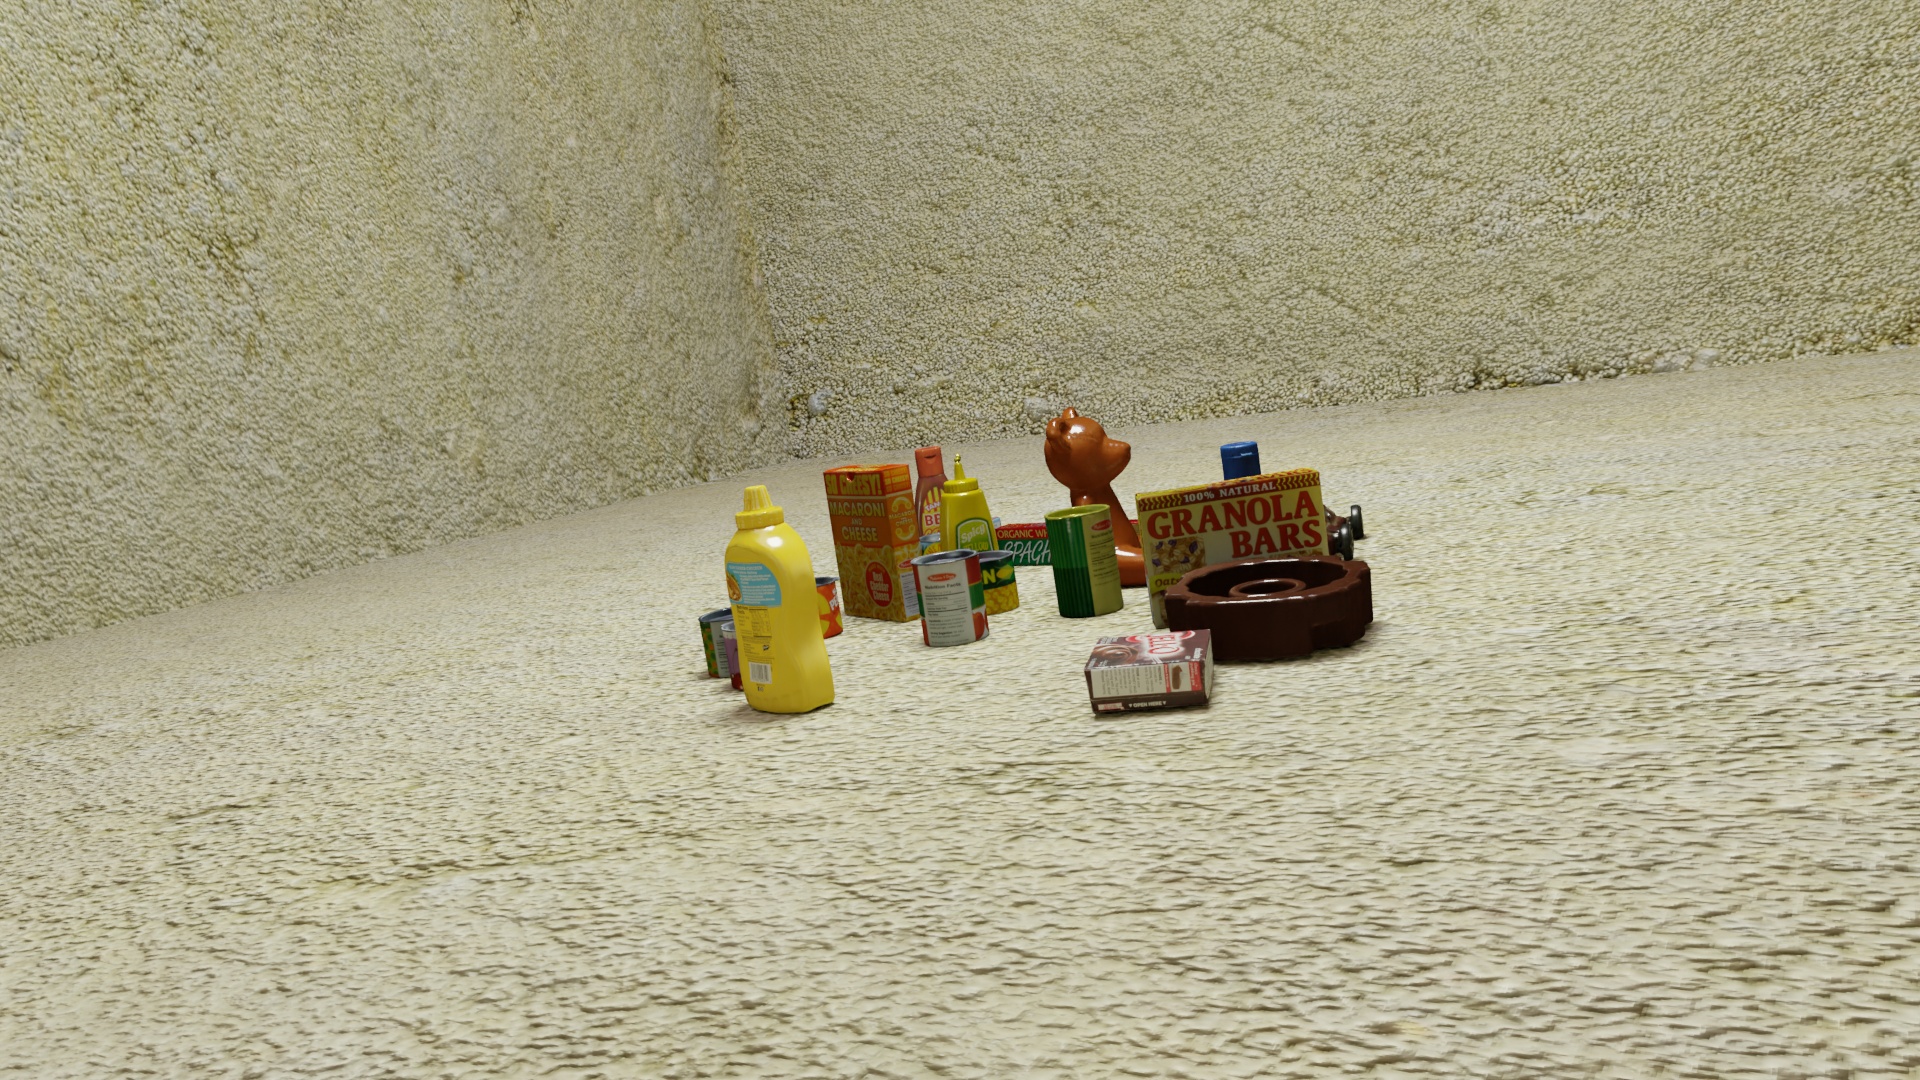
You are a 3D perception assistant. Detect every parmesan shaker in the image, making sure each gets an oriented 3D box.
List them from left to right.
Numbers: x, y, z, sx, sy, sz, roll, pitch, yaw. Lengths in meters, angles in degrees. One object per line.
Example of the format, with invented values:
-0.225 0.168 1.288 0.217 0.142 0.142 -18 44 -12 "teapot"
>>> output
0.121 0.021 1.387 0.071 0.103 0.071 -9 8 1 "parmesan shaker"

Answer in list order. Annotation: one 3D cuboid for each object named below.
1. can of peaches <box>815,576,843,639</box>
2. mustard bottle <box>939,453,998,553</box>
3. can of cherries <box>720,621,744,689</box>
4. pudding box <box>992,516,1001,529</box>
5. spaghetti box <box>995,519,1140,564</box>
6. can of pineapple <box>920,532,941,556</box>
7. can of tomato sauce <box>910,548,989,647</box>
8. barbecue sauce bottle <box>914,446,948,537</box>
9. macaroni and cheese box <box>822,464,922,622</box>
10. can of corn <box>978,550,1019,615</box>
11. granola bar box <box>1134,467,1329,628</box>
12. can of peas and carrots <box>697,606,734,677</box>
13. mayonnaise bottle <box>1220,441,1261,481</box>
-0.159 0.073 1.479 0.071 0.058 0.071 -9 8 1 "can of peaches"
0.006 -0.020 1.588 0.065 0.160 0.049 -11 8 -18 "mustard bottle"
-0.188 0.104 1.299 0.071 0.058 0.071 -9 8 1 "can of cherries"
0.025 0.000 1.817 0.030 0.049 0.084 -4 9 30 "pudding box"
0.145 0.003 1.670 0.250 0.050 0.029 -2 10 40 "spaghetti box"
-0.019 0.022 1.681 0.071 0.057 0.071 -9 8 1 "can of pineapple"
-0.009 0.056 1.357 0.071 0.083 0.071 -9 8 1 "can of tomato sauce"
-0.034 -0.053 1.898 0.065 0.148 0.044 -10 8 -9 "barbecue sauce bottle"
-0.093 0.001 1.523 0.040 0.166 0.123 -14 10 -35 "macaroni and cheese box"
0.026 0.046 1.473 0.071 0.058 0.071 -9 8 1 "can of corn"
0.251 0.006 1.278 0.166 0.124 0.039 -9 8 1 "granola bar box"
-0.221 0.098 1.370 0.071 0.058 0.071 -9 8 1 "can of peas and carrots"
0.280 -0.021 1.354 0.065 0.147 0.041 -10 8 -9 "mayonnaise bottle"
